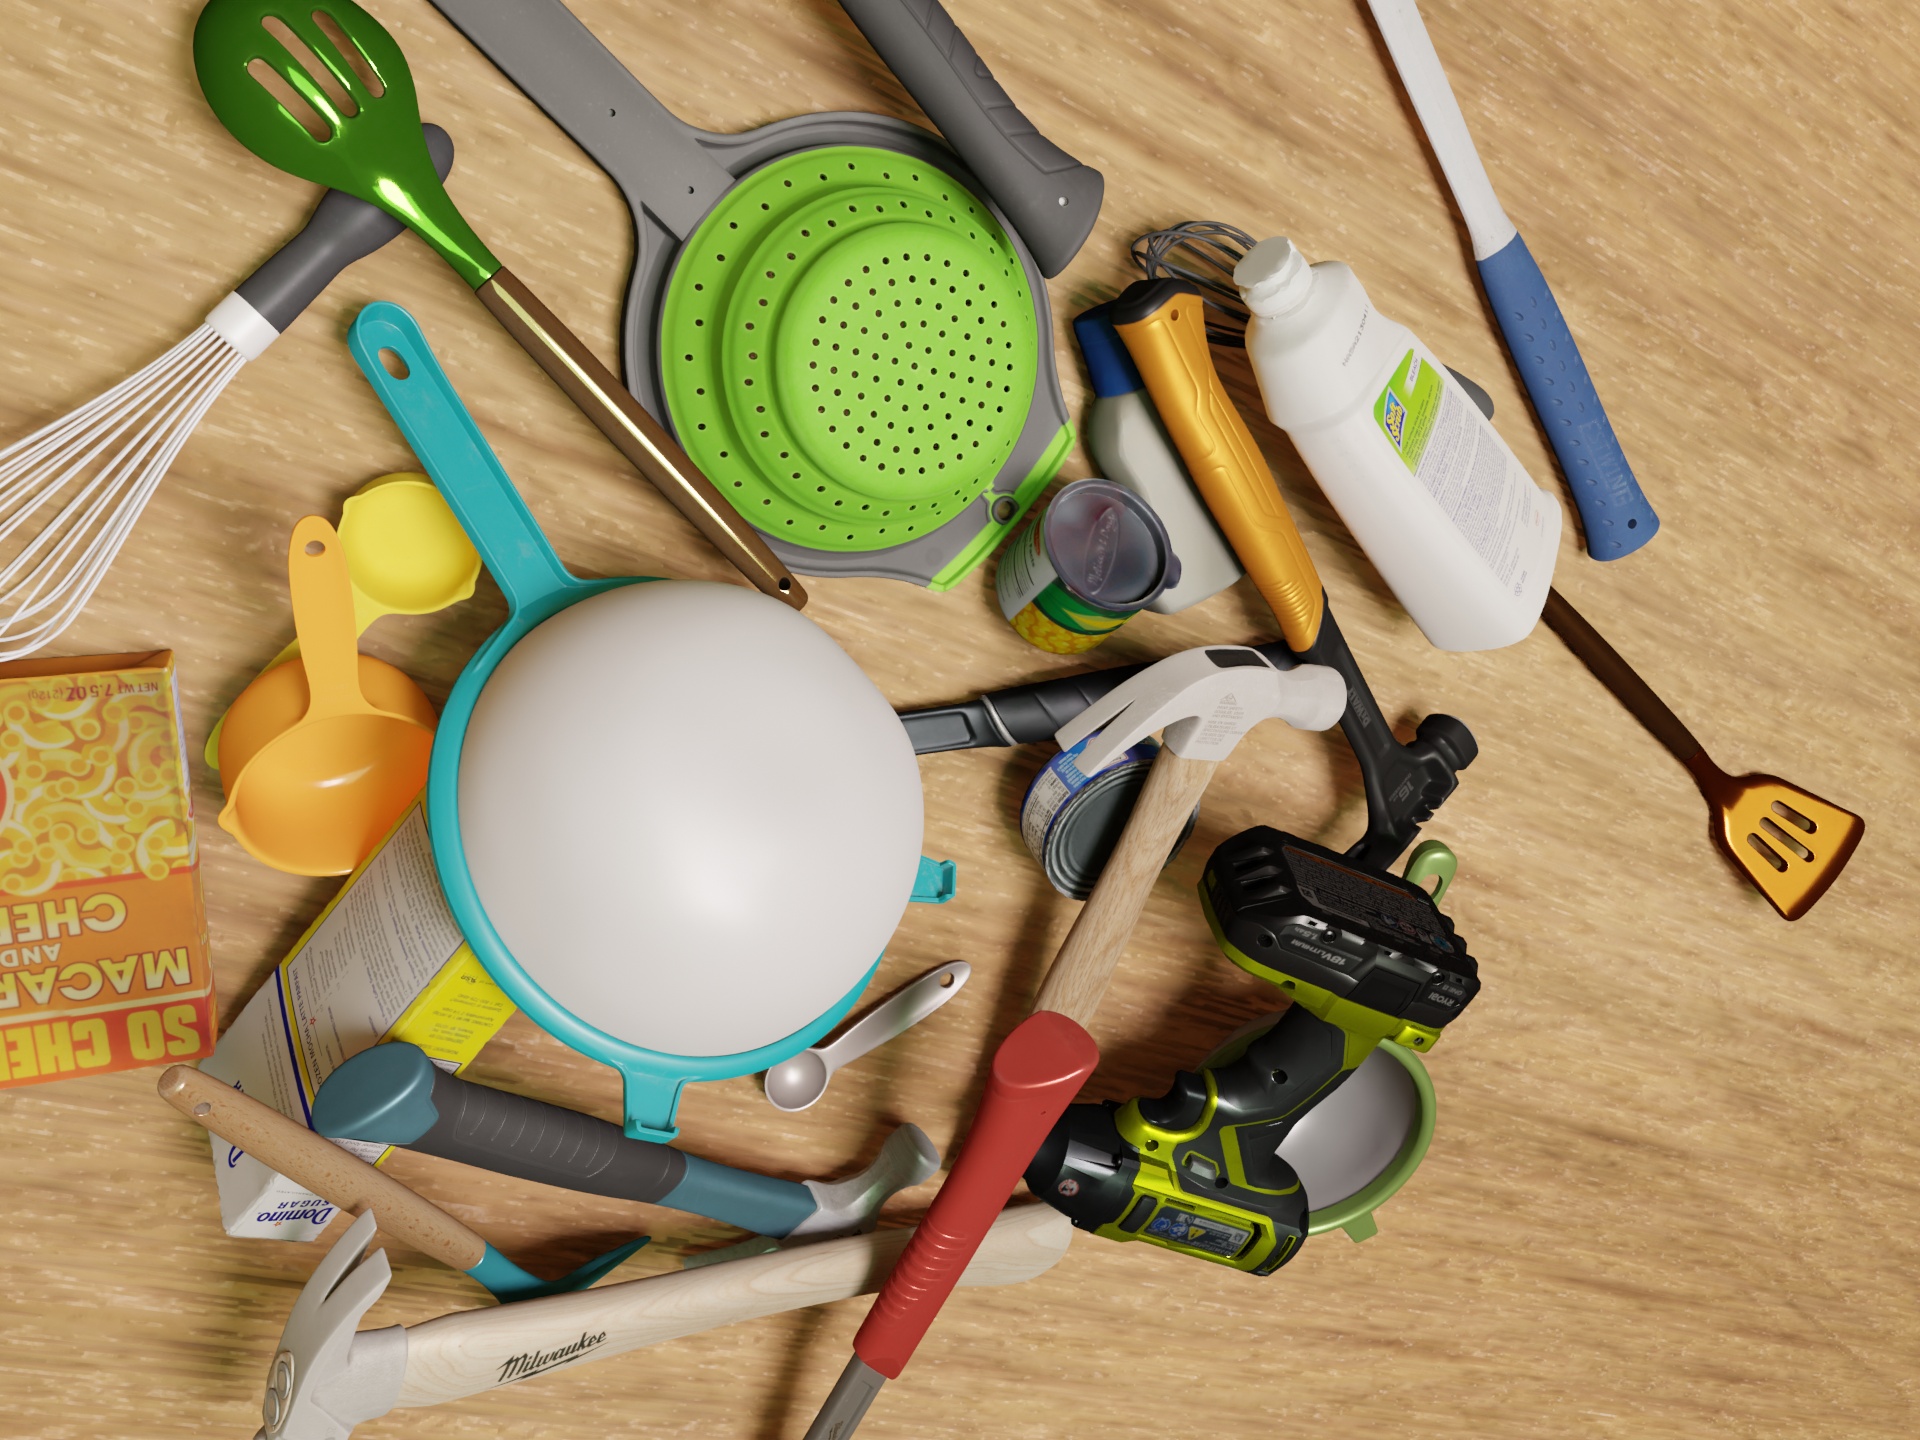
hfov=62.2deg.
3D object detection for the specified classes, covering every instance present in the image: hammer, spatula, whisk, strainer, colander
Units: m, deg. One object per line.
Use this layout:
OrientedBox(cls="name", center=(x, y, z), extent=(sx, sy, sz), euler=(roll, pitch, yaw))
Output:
OrientedBox(cls="hammer", center=(0.065, 0.108, 0.779), extent=(0.130, 0.031, 0.331), euler=(6, 120, -32))
OrientedBox(cls="spatula", center=(-0.223, 0.205, 0.660), extent=(0.082, 0.044, 0.317), euler=(-35, 140, -6))
OrientedBox(cls="whisk", center=(-0.297, -0.128, 0.605), extent=(0.284, 0.070, 0.070), euler=(-48, 117, -9))
OrientedBox(cls="hammer", center=(-0.101, 0.259, 0.737), extent=(0.410, 0.038, 0.146), euler=(4, 124, -40))
OrientedBox(cls="whisk", center=(0.182, -0.190, 0.787), extent=(0.238, 0.055, 0.055), euler=(15, 99, -30))
OrientedBox(cls="hammer", center=(0.155, -0.062, 0.777), extent=(0.127, 0.034, 0.336), euler=(-45, 121, -20))
OrientedBox(cls="strainer", center=(0.197, 0.164, 0.864), extent=(0.151, 0.069, 0.256), euler=(14, 112, -14))
OrientedBox(cls="hammer", center=(-0.139, 0.197, 0.702), extent=(0.128, 0.033, 0.330), euler=(-42, 141, 7))
OrientedBox(cls="hammer", center=(0.274, -0.256, 0.811), extent=(0.144, 0.035, 0.405), euler=(-39, 116, -8))
OrientedBox(cls="strainer", center=(-0.121, -0.027, 0.611), extent=(0.211, 0.095, 0.340), euler=(-36, 97, -42))
OrientedBox(cls="hammer", center=(-0.061, -0.312, 0.619), extent=(0.146, 0.035, 0.334), euler=(-43, 103, -8))
OrientedBox(cls="colander", center=(-0.090, -0.202, 0.643), extent=(0.396, 0.095, 0.204), euler=(41, 87, -27))
OrientedBox(cls="hammer", center=(-0.001, -0.002, 0.772), extent=(0.409, 0.036, 0.149), euler=(-9, 107, -21))
OrientedBox(cls="spatula", center=(0.429, 0.006, 0.949), extent=(0.322, 0.041, 0.081), euler=(37, 90, -26))
OrientedBox(cls="hammer", center=(-0.020, 0.283, 0.767), extent=(0.149, 0.037, 0.359), euler=(4, 123, -41))

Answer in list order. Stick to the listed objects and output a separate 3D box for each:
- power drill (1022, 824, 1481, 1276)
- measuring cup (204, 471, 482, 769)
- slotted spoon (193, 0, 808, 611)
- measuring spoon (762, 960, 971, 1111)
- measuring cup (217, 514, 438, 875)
OrientedBox(cls="power drill", center=(0.131, 0.169, 0.777), extent=(0.171, 0.080, 0.223), euler=(21, 115, -17))
OrientedBox(cls="measuring cup", center=(-0.262, -0.040, 0.664), extent=(0.156, 0.029, 0.062), euler=(-45, 119, 8))
OrientedBox(cls="slotted spoon", center=(-0.165, -0.155, 0.625), extent=(0.070, 0.031, 0.313), euler=(-50, 116, -16))
OrientedBox(cls="measuring spoon", center=(-0.048, 0.156, 0.812), extent=(0.124, 0.018, 0.034), euler=(-30, 114, -20))
OrientedBox(cls="measuring cup", center=(-0.249, -0.018, 0.623), extent=(0.095, 0.052, 0.173), euler=(-12, 133, -26))
